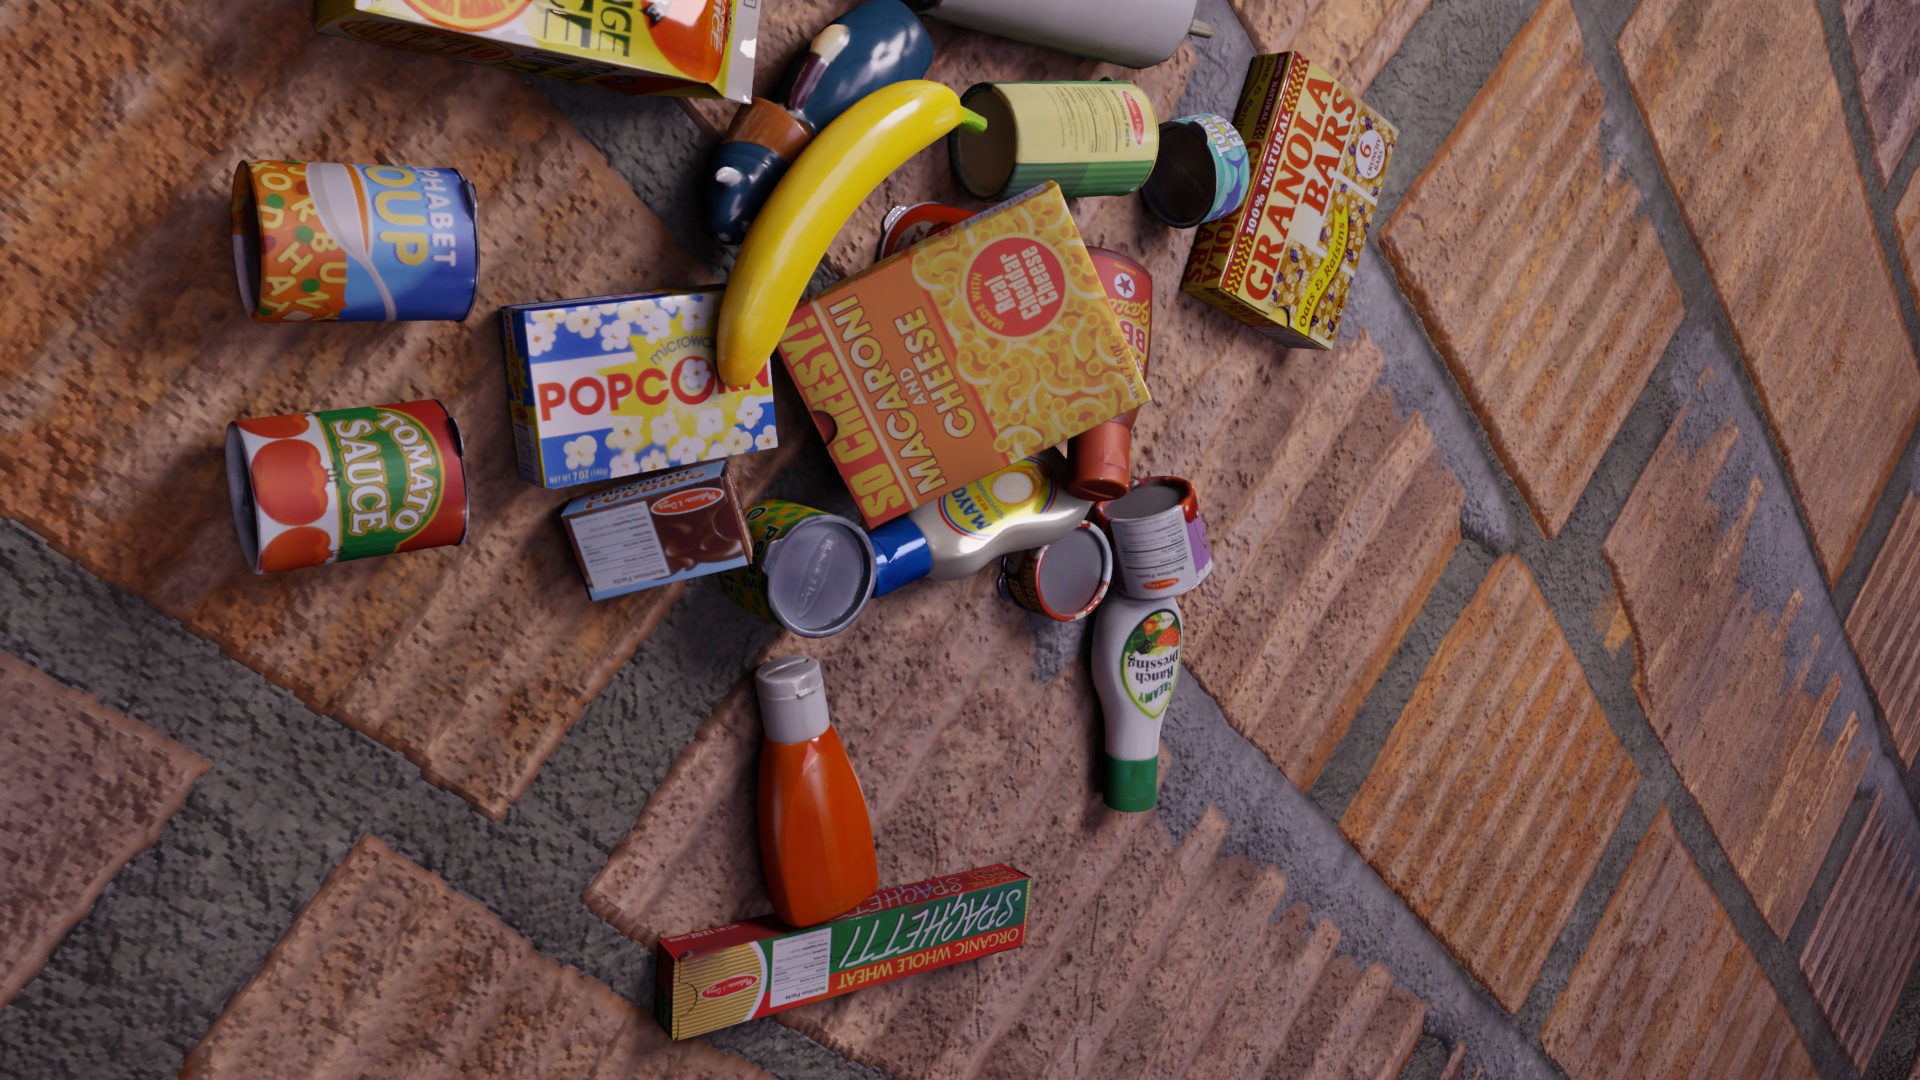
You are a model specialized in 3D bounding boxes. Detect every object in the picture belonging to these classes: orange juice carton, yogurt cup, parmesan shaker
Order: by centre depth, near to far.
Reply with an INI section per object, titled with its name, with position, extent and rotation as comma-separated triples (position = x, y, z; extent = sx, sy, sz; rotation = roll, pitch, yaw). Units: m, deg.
[orange juice carton]
position = -0.174, -0.244, 0.612
extent = 0.193, 0.073, 0.071
rotation = -1, 101, -38
[yogurt cup]
position = -0.004, -0.154, 0.773
extent = 0.072, 0.054, 0.072
rotation = -10, 107, -36
[parmesan shaker]
position = 0.052, -0.231, 0.793
extent = 0.103, 0.071, 0.071
rotation = -12, 108, -34

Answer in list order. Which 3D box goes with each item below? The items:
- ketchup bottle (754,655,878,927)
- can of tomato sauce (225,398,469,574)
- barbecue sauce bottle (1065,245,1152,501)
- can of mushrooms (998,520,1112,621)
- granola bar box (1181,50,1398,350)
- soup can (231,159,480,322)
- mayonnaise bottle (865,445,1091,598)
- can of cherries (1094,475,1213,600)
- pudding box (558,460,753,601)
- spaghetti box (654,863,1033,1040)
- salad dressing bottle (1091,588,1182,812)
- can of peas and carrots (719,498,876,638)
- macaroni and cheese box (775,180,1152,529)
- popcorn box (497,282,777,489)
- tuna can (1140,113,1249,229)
[ketchup bottle]
position = -0.086, 0.140, 0.782
extent = 0.065, 0.043, 0.148
rotation = -19, 111, -34
[can of tomato sauce]
position = -0.262, -0.024, 0.595
extent = 0.083, 0.071, 0.071
rotation = -11, 107, -35
[barbecue sauce bottle]
position = 0.083, -0.098, 0.824
extent = 0.065, 0.043, 0.149
rotation = 17, 66, -32
[can of mushrooms]
position = 0.060, 0.018, 0.873
extent = 0.071, 0.033, 0.071
rotation = -10, 107, -36
[granola bar box]
position = 0.226, -0.226, 0.941
extent = 0.124, 0.039, 0.165
rotation = 18, 89, -38
[soup can]
position = -0.252, -0.126, 0.580
extent = 0.084, 0.071, 0.071
rotation = -7, 105, -36
[mayonnaise bottle]
position = 0.003, -0.010, 0.807
extent = 0.149, 0.041, 0.065
rotation = -25, 70, -29
[can of cherries]
position = 0.124, -0.003, 0.899
extent = 0.072, 0.071, 0.058
rotation = -31, 117, -28
[pudding box]
position = -0.148, -0.004, 0.686
extent = 0.084, 0.030, 0.049
rotation = -14, 111, 1
[spaghetti box]
position = -0.062, 0.241, 0.832
extent = 0.251, 0.029, 0.050
rotation = -3, 102, -37
[salad dressing bottle]
position = 0.116, 0.106, 0.928
extent = 0.064, 0.044, 0.147
rotation = -7, 105, -35
[can of peas and carrots]
position = -0.090, 0.013, 0.742
extent = 0.071, 0.059, 0.070
rotation = -9, 105, -35
[macaroni and cheese box]
position = -0.001, -0.096, 0.730
extent = 0.166, 0.040, 0.123
rotation = -25, 106, 6
[popcorn box]
position = -0.156, -0.079, 0.683
extent = 0.127, 0.038, 0.085
rotation = -14, 108, -35
[tuna can]
position = 0.145, -0.231, 0.860
extent = 0.033, 0.071, 0.070
rotation = -24, 114, -33
